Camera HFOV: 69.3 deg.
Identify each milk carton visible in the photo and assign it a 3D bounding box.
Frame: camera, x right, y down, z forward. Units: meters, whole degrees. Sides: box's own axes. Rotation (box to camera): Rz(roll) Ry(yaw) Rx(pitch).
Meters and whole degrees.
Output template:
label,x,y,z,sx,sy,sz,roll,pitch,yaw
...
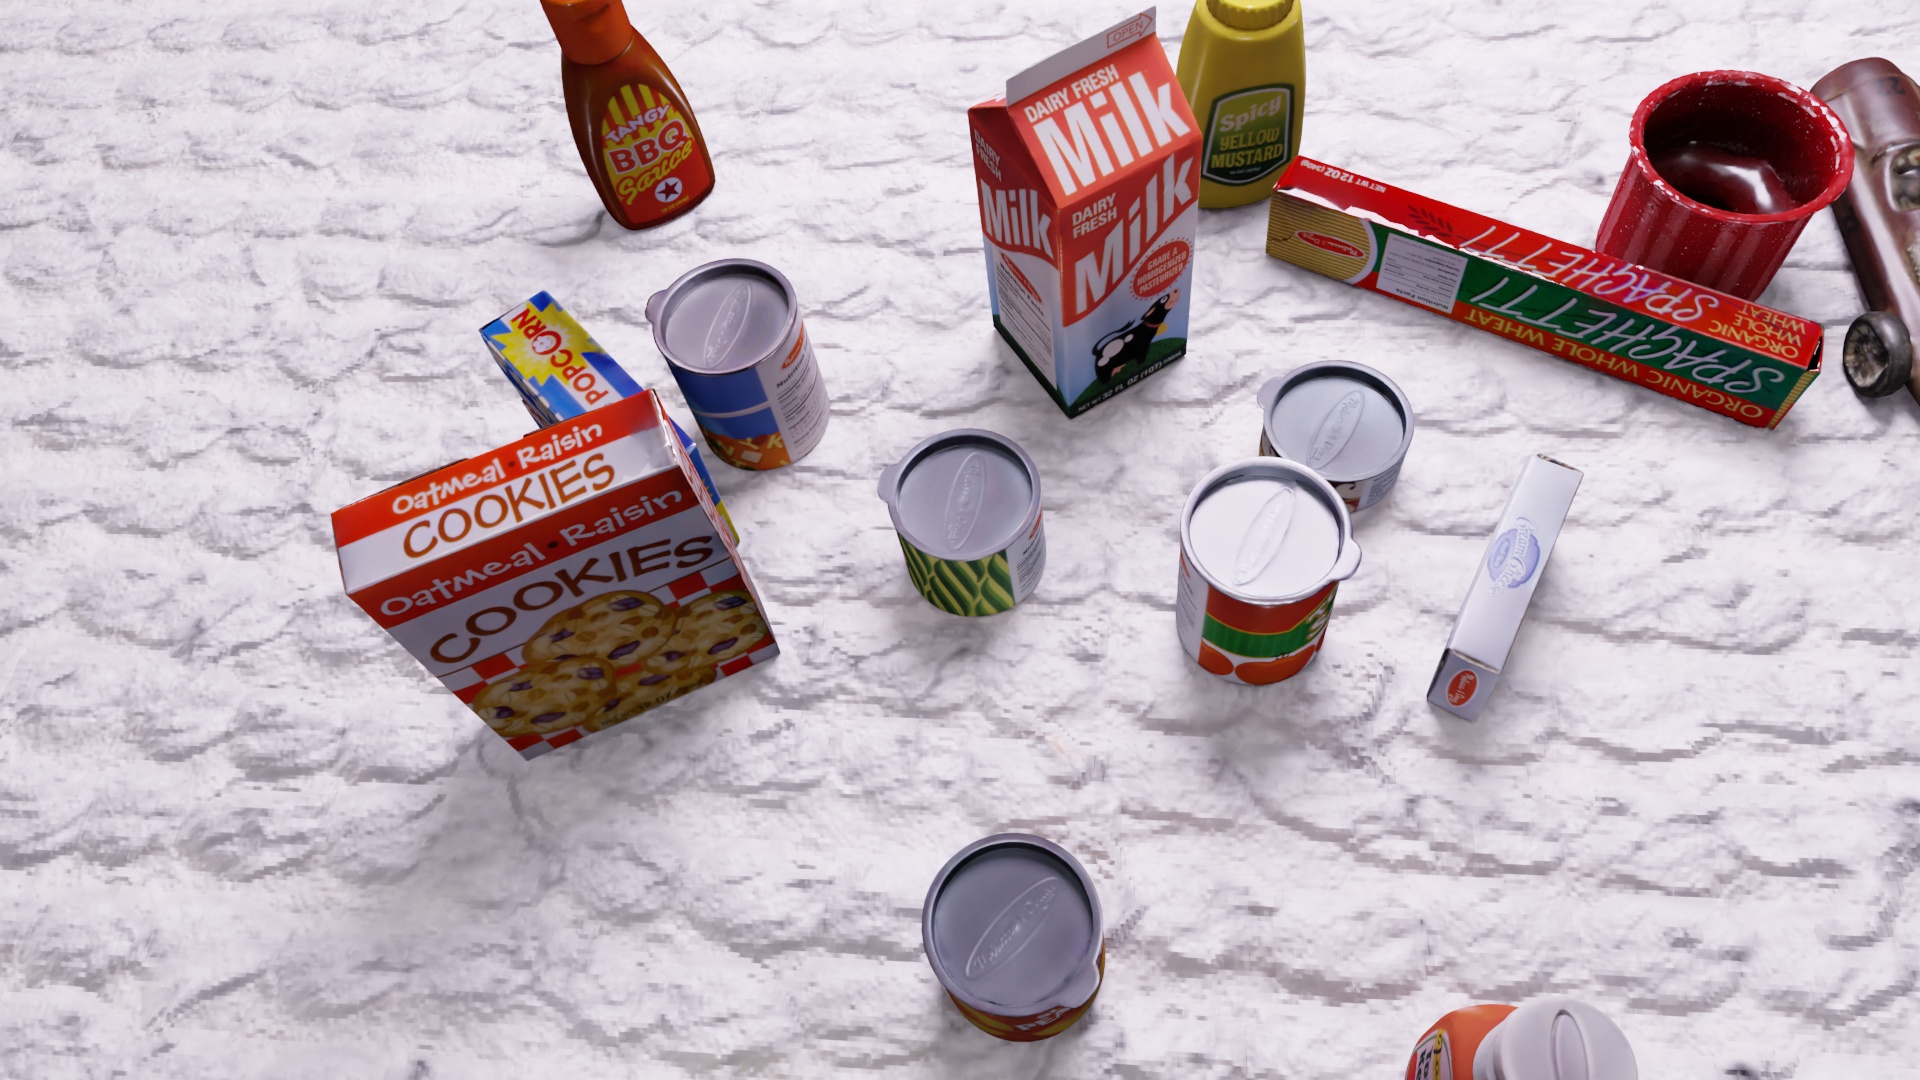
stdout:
label,x,y,z,sx,sy,sz,roll,pitch,yaw
milk carton,0.055,-0.146,0.614,0.072,0.189,0.073,-30,62,-10

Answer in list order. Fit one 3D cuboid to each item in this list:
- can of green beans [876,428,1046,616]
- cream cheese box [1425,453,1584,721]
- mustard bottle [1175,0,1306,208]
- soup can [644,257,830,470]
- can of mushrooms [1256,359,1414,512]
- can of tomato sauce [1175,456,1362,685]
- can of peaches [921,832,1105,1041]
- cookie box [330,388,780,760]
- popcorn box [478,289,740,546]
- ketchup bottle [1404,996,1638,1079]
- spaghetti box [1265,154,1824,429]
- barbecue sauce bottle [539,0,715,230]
label,x,y,z,sx,sy,sz,roll,pitch,yaw
can of green beans,0.004,-0.007,0.618,0.071,0.057,0.071,-3,61,5
cream cheese box,0.226,0.019,0.580,0.024,0.053,0.104,24,66,19
mustard bottle,0.135,-0.229,0.669,0.065,0.159,0.049,-11,60,0
soup can,-0.104,-0.082,0.658,0.071,0.083,0.071,-3,61,5
can of mushrooms,0.169,-0.048,0.636,0.071,0.033,0.071,-3,61,5
can of tomato sauce,0.125,0.015,0.577,0.071,0.082,0.071,-3,61,5
can of peaches,0.023,0.153,0.525,0.071,0.057,0.071,-3,61,5
cookie box,-0.152,0.020,0.558,0.123,0.166,0.040,-23,61,-6
popcorn box,-0.161,-0.047,0.644,0.038,0.085,0.127,-40,64,-15
ketchup bottle,0.175,0.177,0.442,0.043,0.148,0.065,1,61,8
spaghetti box,0.266,-0.119,0.655,0.250,0.050,0.029,24,67,19
barbecue sauce bottle,-0.174,-0.228,0.711,0.065,0.148,0.044,-31,62,-11
